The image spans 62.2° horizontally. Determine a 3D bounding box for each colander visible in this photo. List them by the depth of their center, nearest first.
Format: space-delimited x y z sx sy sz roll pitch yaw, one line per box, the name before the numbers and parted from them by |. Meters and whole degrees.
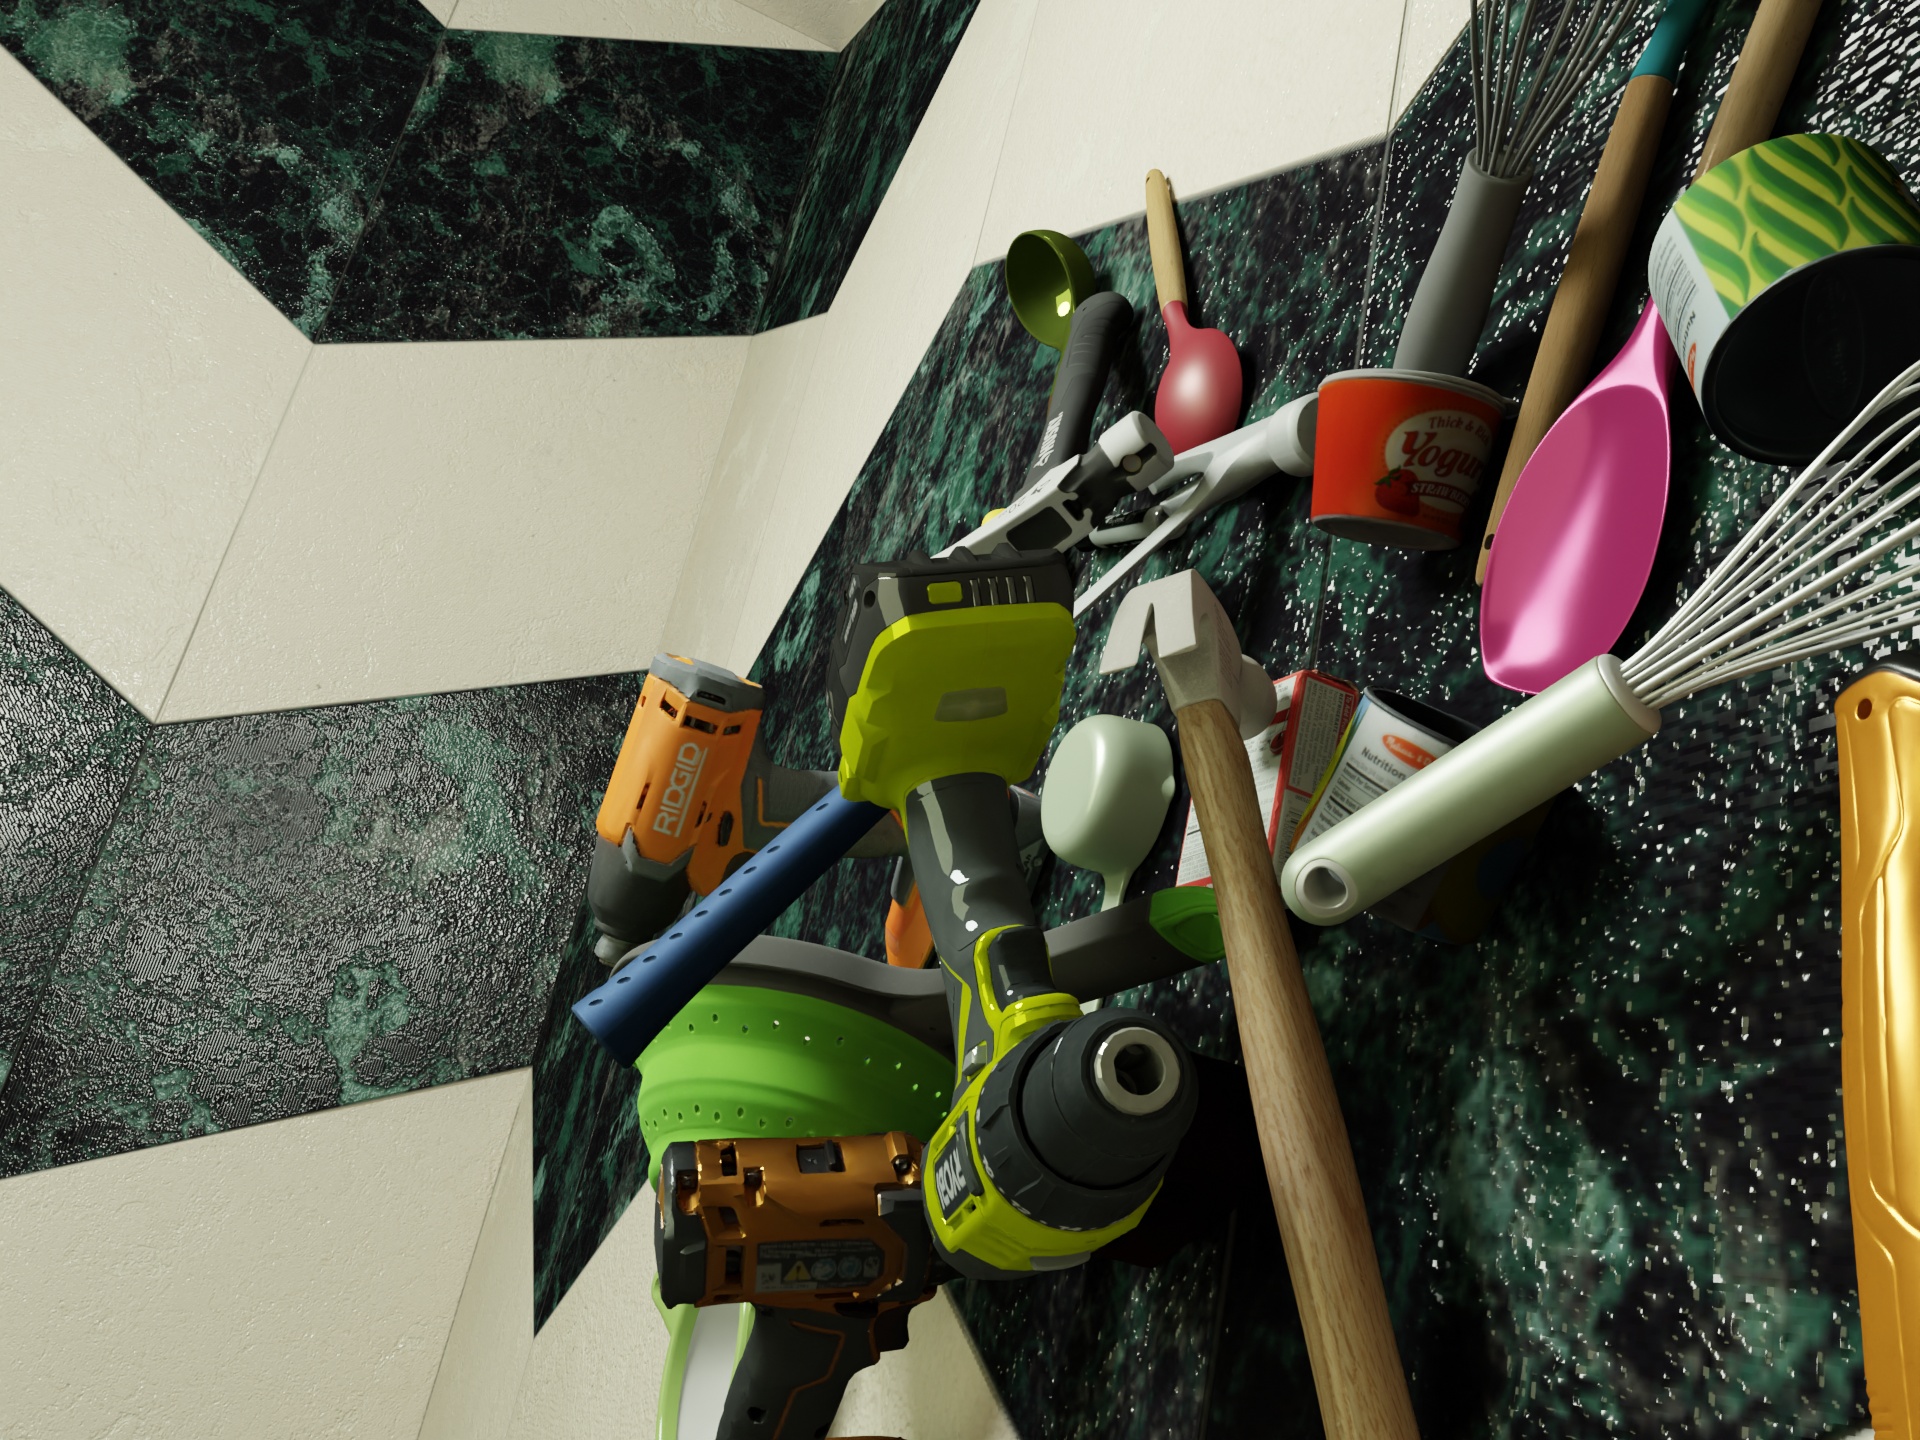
colander | -0.029 0.163 0.695 0.397 0.204 0.095 -28 37 43

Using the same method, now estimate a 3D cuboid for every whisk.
whisk | 0.178 -0.012 0.407 0.246 0.058 0.059 -40 -6 33
whisk | 0.179 -0.187 0.539 0.238 0.055 0.055 91 -176 -55

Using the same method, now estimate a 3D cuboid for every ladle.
ladle | 0.124 -0.249 0.919 0.316 0.031 0.069 -88 24 -48
ladle | 0.051 -0.188 1.020 0.078 0.062 0.320 114 164 -58

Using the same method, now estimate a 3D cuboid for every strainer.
strainer | -0.136 0.376 0.952 0.256 0.069 0.151 170 116 -70

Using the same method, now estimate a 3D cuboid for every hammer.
hammer | 0.184 0.139 0.302 0.127 0.034 0.337 122 164 -63
hammer | 0.098 0.098 0.485 0.031 0.129 0.332 -19 59 19
hammer | -0.001 -0.002 0.696 0.405 0.035 0.144 -42 11 -14
hammer | 0.058 -0.169 0.879 0.146 0.035 0.335 -35 20 26

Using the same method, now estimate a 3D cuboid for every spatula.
spatula | 0.222 -0.199 0.549 0.082 0.044 0.317 11 83 68

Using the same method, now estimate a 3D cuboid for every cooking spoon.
cooking spoon | 0.236 -0.158 0.503 0.069 0.017 0.319 26 96 64

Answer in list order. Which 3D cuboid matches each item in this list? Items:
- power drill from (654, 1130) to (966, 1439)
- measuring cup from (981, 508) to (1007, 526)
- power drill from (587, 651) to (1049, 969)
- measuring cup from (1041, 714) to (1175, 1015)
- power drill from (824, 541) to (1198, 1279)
power drill | -0.035 0.273 0.664 0.084 0.185 0.226 -120 33 -67
measuring cup | 0.020 -0.099 1.011 0.156 0.029 0.062 174 96 -83
power drill | -0.080 0.075 0.845 0.164 0.226 0.084 -70 18 2
measuring cup | 0.057 0.076 0.748 0.083 0.038 0.168 156 130 -66
power drill | 0.015 0.059 0.525 0.190 0.080 0.229 110 151 -62
